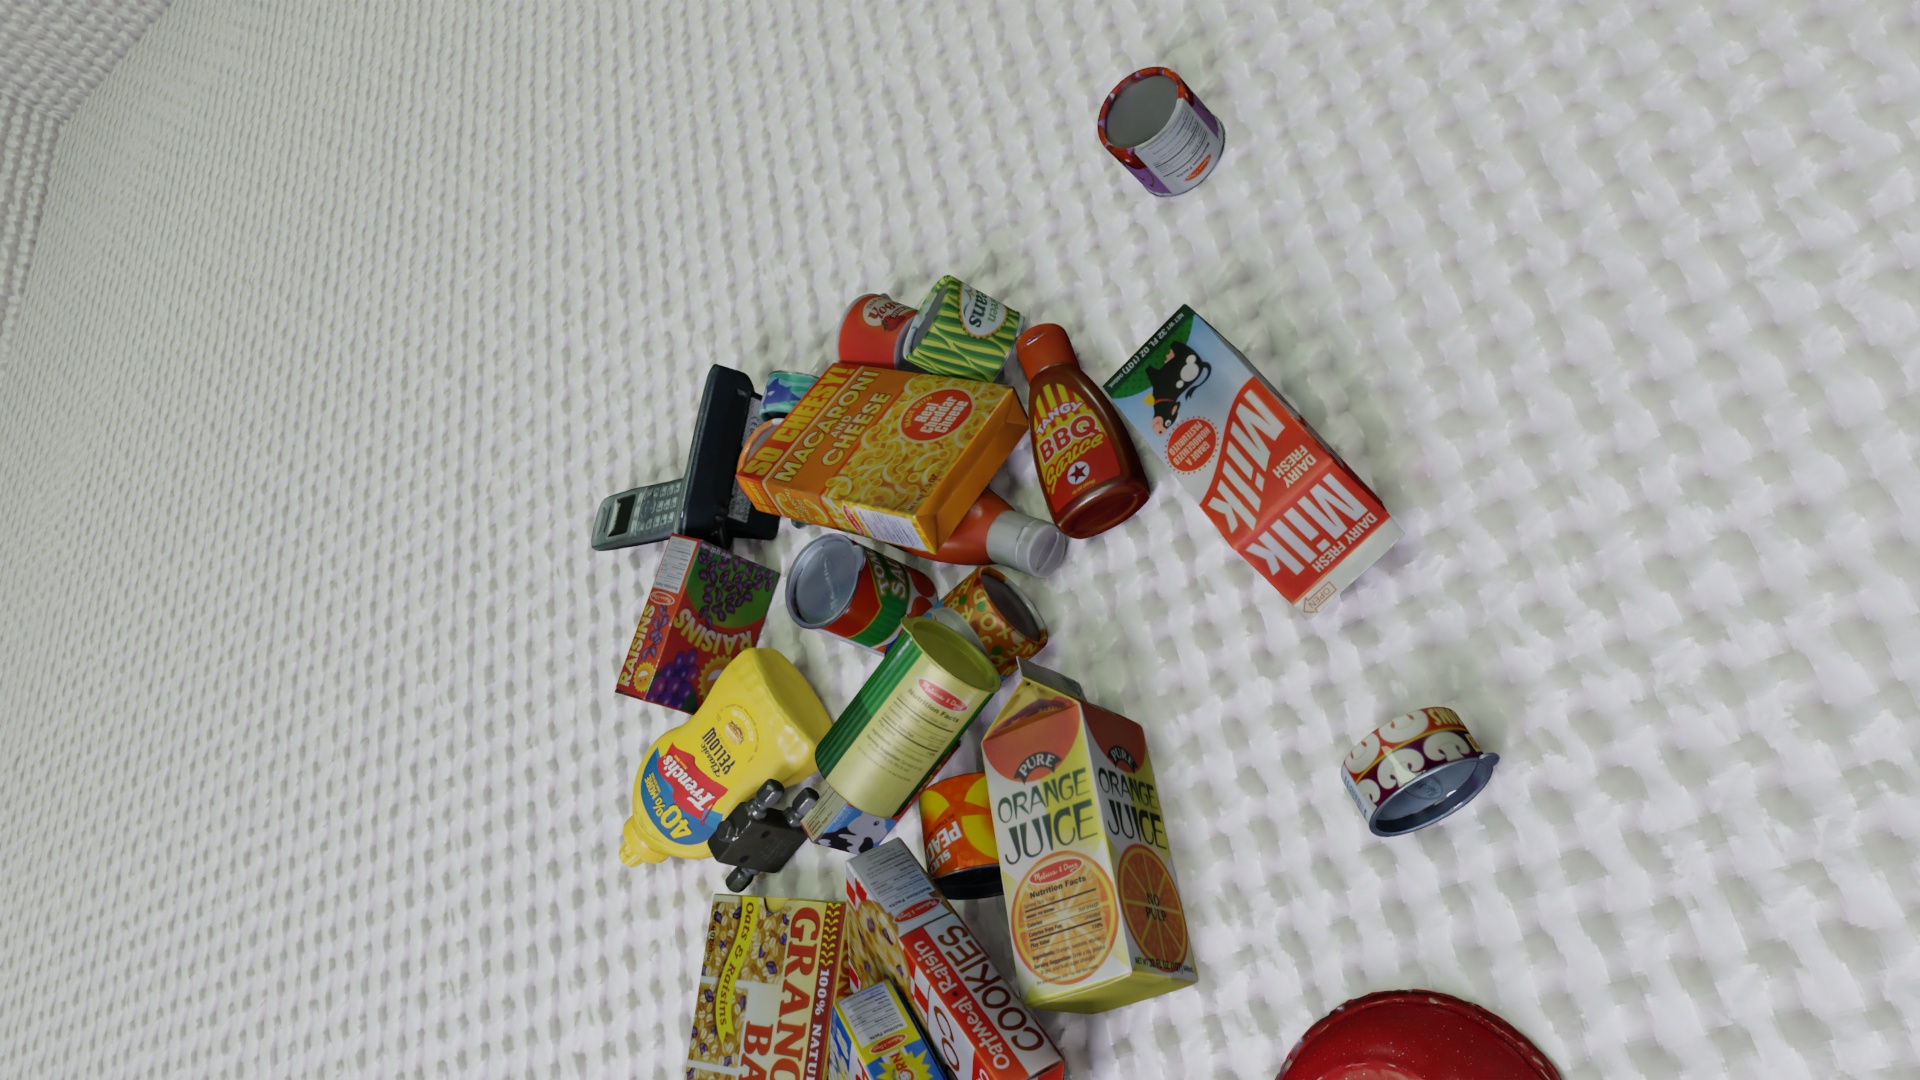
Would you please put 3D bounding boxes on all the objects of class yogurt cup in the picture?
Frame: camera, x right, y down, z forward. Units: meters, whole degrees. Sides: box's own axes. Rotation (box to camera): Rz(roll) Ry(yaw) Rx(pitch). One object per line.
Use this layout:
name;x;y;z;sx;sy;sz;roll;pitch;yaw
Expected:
yogurt cup;-0.051;-0.144;1.022;0.054;0.072;0.072;17;83;35

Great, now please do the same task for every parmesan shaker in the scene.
parmesan shaker;-0.035;0.103;0.823;0.103;0.071;0.071;-53;47;15

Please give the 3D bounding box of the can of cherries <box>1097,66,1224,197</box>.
can of cherries;0.132;-0.274;0.928;0.071;0.058;0.072;-16;62;34

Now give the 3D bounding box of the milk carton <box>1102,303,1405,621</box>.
milk carton;0.168;-0.043;0.788;0.072;0.073;0.191;-46;49;15

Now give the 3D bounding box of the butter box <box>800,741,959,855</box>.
butter box;-0.052;0.157;0.897;0.103;0.053;0.024;-52;45;9

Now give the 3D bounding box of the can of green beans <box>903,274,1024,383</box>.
can of green beans;0.001;-0.143;0.964;0.071;0.058;0.071;-53;20;30

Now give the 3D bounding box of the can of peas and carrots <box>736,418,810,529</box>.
can of peas and carrots;-0.127;-0.050;1.046;0.071;0.058;0.071;-17;61;34

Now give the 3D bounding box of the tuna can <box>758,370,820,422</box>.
tuna can;-0.121;-0.102;1.057;0.071;0.071;0.033;3;75;41

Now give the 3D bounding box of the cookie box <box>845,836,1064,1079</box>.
cookie box;-0.007;0.268;0.775;0.168;0.040;0.122;45;145;42

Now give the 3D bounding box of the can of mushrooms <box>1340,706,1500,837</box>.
can of mushrooms;0.224;0.112;0.679;0.071;0.071;0.033;-40;50;20

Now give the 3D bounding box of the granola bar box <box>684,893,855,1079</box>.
granola bar box;-0.118;0.315;0.893;0.124;0.039;0.166;-8;67;37

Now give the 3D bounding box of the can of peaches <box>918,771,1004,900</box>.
can of peaches;0.008;0.176;0.827;0.071;0.071;0.058;-27;56;29

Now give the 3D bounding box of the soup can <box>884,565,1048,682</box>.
soup can;0.003;0.066;0.879;0.083;0.071;0.071;-42;50;18

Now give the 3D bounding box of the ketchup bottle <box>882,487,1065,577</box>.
ketchup bottle;0.003;-0.012;0.931;0.149;0.043;0.065;20;75;43

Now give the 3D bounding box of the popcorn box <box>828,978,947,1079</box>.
popcorn box;-0.039;0.316;0.775;0.085;0.038;0.126;52;149;37

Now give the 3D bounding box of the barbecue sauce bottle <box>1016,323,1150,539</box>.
barbecue sauce bottle;0.072;-0.076;0.902;0.064;0.043;0.149;-31;54;22

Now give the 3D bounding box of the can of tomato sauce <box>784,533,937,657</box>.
can of tomato sauce;-0.065;0.037;0.939;0.071;0.083;0.071;-17;62;34

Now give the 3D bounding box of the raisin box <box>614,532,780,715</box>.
raisin box;-0.195;0.067;1.033;0.040;0.086;0.123;10;78;40

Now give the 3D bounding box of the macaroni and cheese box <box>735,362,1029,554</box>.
macaroni and cheese box;-0.054;-0.060;0.947;0.166;0.040;0.124;13;54;38

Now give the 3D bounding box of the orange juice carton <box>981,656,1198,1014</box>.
orange juice carton;0.067;0.160;0.785;0.073;0.072;0.193;-27;56;29
